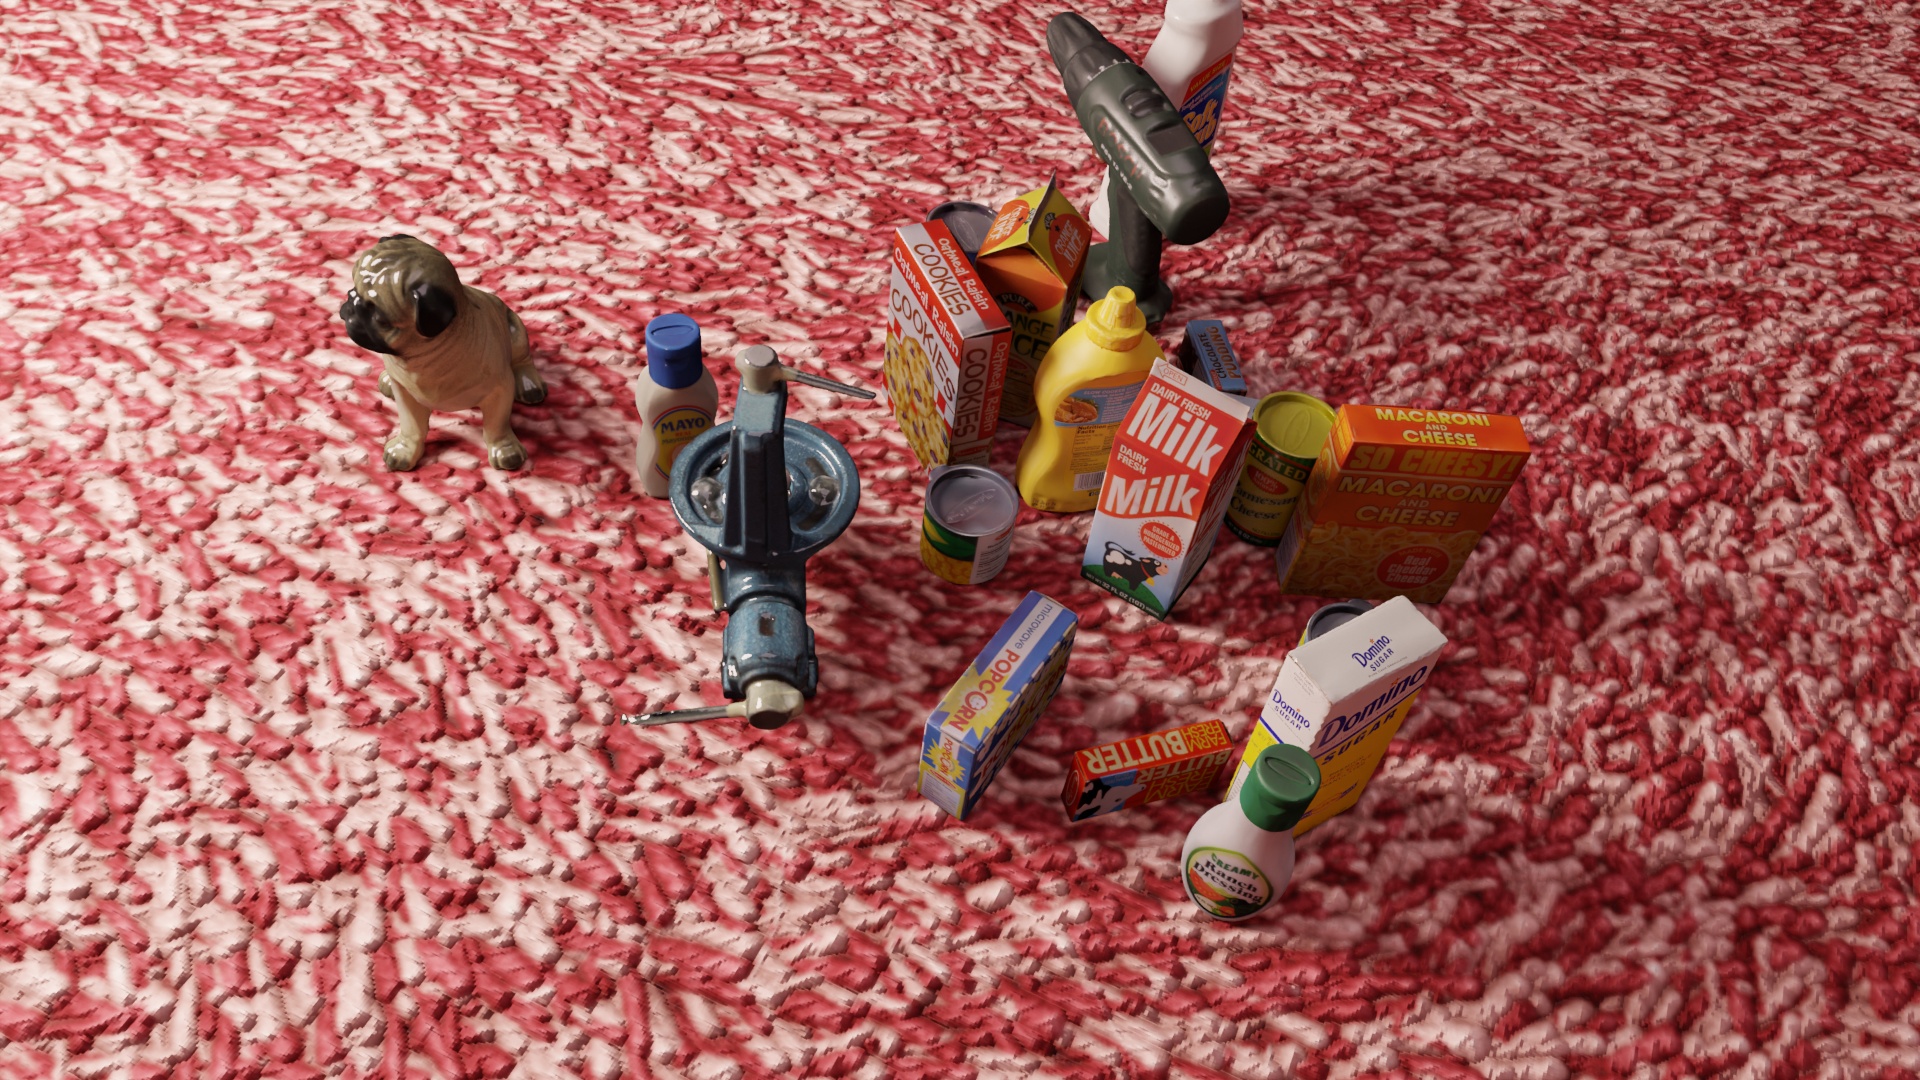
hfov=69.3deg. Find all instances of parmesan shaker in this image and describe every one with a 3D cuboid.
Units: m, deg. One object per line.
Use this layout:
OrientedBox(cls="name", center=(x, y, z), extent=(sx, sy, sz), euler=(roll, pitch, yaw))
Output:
OrientedBox(cls="parmesan shaker", center=(0.237, -0.050, 1.023), extent=(0.071, 0.102, 0.072), euler=(4, 50, -5))

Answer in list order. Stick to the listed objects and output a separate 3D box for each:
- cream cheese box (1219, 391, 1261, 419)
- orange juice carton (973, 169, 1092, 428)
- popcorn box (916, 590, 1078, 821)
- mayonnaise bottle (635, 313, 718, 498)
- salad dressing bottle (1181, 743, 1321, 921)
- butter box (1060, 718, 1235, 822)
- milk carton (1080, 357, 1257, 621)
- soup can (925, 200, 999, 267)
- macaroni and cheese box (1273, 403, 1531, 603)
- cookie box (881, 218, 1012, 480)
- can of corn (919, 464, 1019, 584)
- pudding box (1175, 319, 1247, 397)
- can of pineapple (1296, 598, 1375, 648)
OrientedBox(cls="cream cheese box", center=(0.240, -0.081, 1.082), extent=(0.104, 0.053, 0.024), euler=(12, 50, 2))
OrientedBox(cls="orange juice carton", center=(0.048, -0.182, 1.049), extent=(0.073, 0.191, 0.072), euler=(18, 51, 8))
OrientedBox(cls="popcorn box", center=(0.024, 0.103, 0.879), extent=(0.038, 0.084, 0.127), euler=(29, 53, 16))
OrientedBox(cls="mayonnaise bottle", center=(-0.197, -0.092, 0.970), extent=(0.065, 0.147, 0.041), euler=(-10, 53, -15))
OrientedBox(cls="salad dressing bottle", center=(0.169, 0.169, 0.804), extent=(0.064, 0.146, 0.044), euler=(27, 52, 15))
OrientedBox(cls="butter box", center=(0.118, 0.145, 0.878), extent=(0.104, 0.052, 0.024), euler=(-10, 53, -16))
OrientedBox(cls="milk carton", center=(0.143, -0.039, 0.945), extent=(0.072, 0.189, 0.074), euler=(31, 53, 17))
OrientedBox(cls="soup can", center=(0.003, -0.229, 1.153), extent=(0.071, 0.083, 0.072), euler=(4, 50, -5))
OrientedBox(cls="macaroni and cheese box", center=(0.302, -0.023, 0.969), extent=(0.124, 0.165, 0.040), euler=(3, 50, -5))
OrientedBox(cls="cookie box", center=(-0.013, -0.130, 1.015), extent=(0.040, 0.166, 0.123), euler=(-16, 54, -19))
OrientedBox(cls="can of corn", center=(0.004, -0.012, 0.990), extent=(0.071, 0.058, 0.071), euler=(4, 50, -5))
OrientedBox(cls="pudding box", center=(0.202, -0.134, 1.123), extent=(0.030, 0.049, 0.084), euler=(-3, 51, -10))
OrientedBox(cls="can of pineapple", center=(0.261, 0.084, 0.945), extent=(0.071, 0.057, 0.071), euler=(4, 50, -5))
